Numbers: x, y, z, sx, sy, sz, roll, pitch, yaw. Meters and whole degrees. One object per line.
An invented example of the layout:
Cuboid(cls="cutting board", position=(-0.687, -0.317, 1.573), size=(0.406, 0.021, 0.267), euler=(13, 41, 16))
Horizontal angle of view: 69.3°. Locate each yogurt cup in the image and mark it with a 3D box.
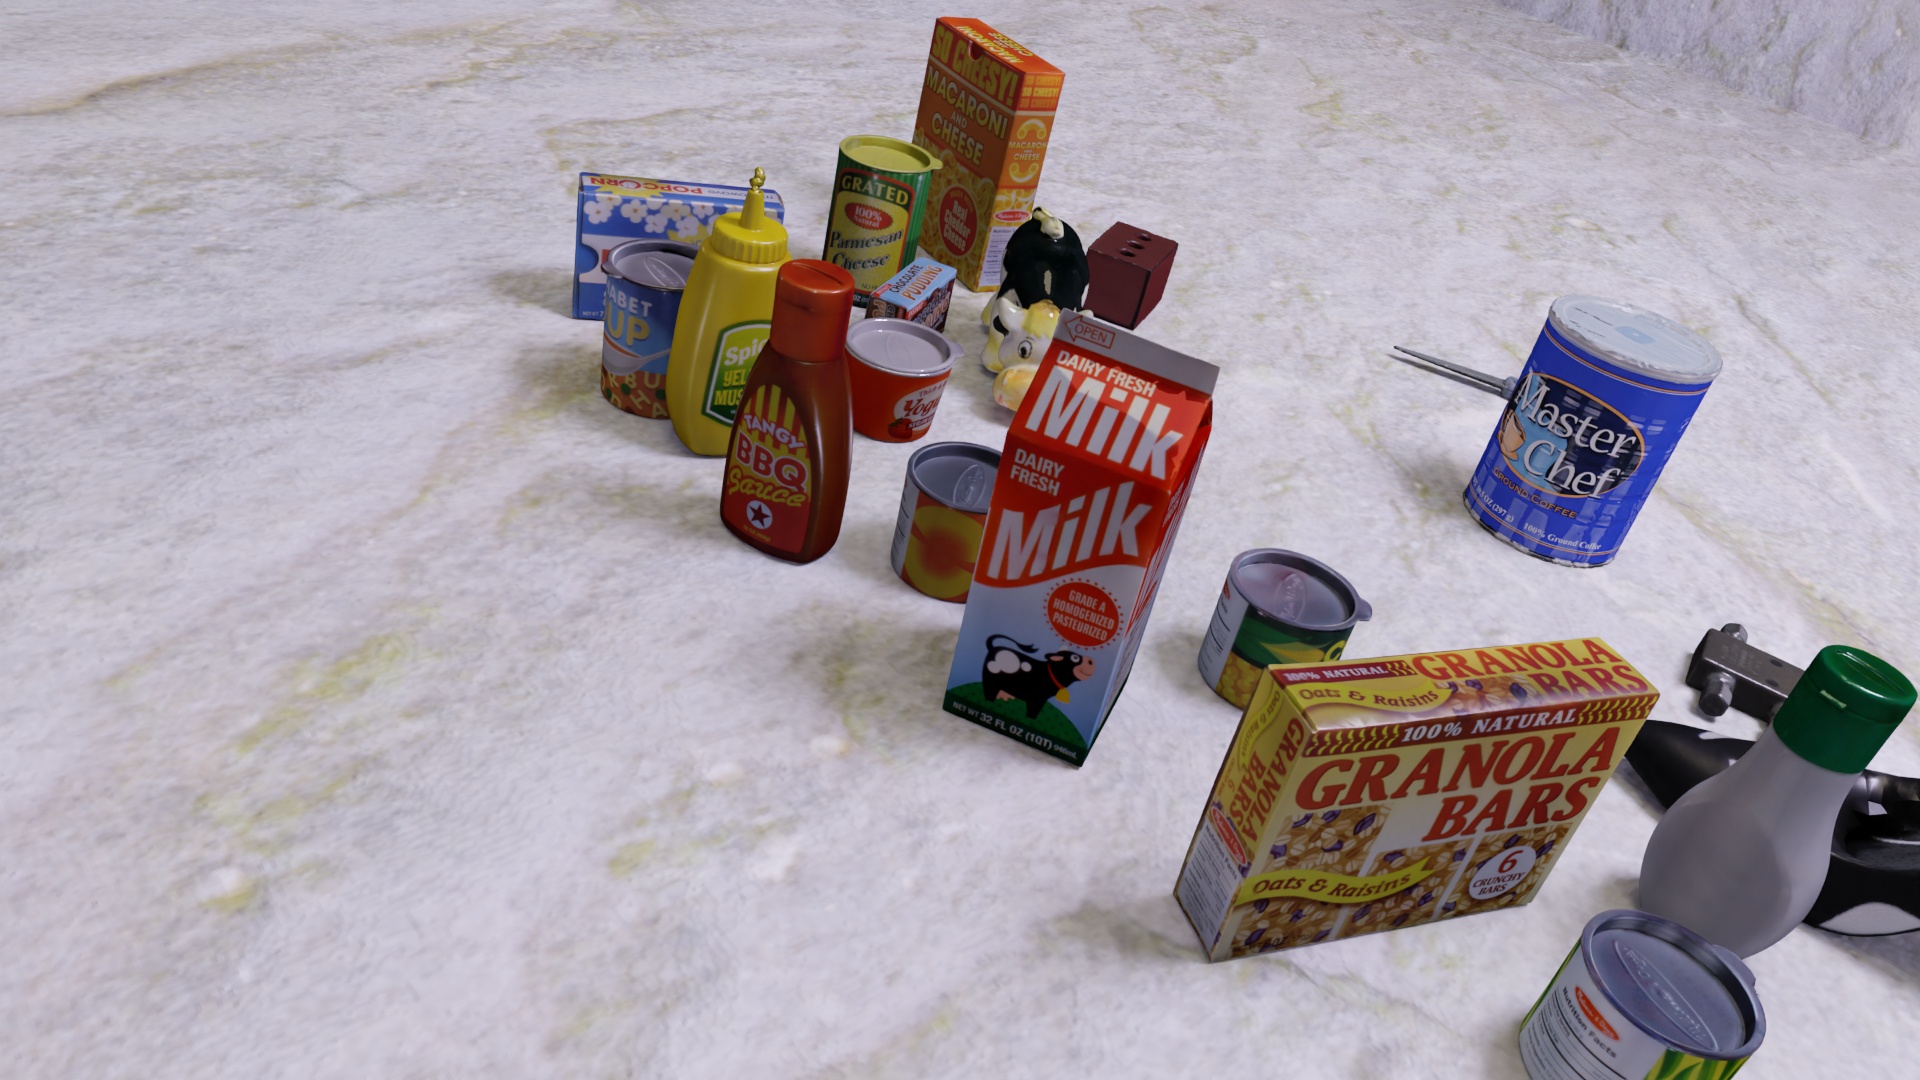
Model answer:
Cuboid(cls="yogurt cup", position=(-0.040, -0.095, 0.831), size=(0.072, 0.053, 0.073), euler=(10, 33, -6))

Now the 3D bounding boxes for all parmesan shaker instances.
Cuboid(cls="parmesan shaker", position=(-0.057, -0.221, 0.968), size=(0.071, 0.102, 0.072), euler=(10, 33, -6))

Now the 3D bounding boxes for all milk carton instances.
Cuboid(cls="milk carton", position=(0.053, -0.004, 0.604), size=(0.072, 0.189, 0.074), euler=(22, 34, 13))

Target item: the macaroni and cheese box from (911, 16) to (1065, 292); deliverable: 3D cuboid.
Cuboid(cls="macaroni and cheese box", position=(0.010, -0.287, 1.034), size=(0.040, 0.165, 0.124), euler=(-10, 40, -32))

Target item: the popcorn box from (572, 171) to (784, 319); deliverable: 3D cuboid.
Cuboid(cls="popcorn box", position=(-0.180, -0.183, 0.883), size=(0.127, 0.084, 0.038), euler=(1, 35, -19))

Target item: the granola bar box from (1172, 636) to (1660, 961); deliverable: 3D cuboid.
Cuboid(cls="granola bar box", position=(0.178, 0.101, 0.553), size=(0.166, 0.123, 0.039), euler=(-2, 36, -23))

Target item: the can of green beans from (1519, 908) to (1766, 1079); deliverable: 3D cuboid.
Cuboid(cls="can of green beans", position=(0.253, 0.183, 0.519), size=(0.071, 0.057, 0.071), euler=(10, 33, -6))

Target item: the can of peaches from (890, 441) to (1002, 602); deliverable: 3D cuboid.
Cuboid(cls="can of peaches", position=(0.003, -0.009, 0.714), size=(0.071, 0.057, 0.071), euler=(10, 33, -6))

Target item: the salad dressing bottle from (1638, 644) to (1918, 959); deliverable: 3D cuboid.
Cuboid(cls="salad dressing bottle", position=(0.337, 0.111, 0.575), size=(0.044, 0.146, 0.064), euler=(-9, 39, -31))

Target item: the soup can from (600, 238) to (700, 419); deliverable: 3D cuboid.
Cuboid(cls="soup can", position=(-0.173, -0.121, 0.794), size=(0.071, 0.083, 0.072), euler=(10, 33, -6))

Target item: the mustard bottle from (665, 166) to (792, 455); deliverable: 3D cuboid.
Cuboid(cls="mustard bottle", position=(-0.120, -0.122, 0.746), size=(0.065, 0.159, 0.049), euler=(-10, 40, -32))

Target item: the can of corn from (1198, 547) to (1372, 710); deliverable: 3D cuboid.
Cuboid(cls="can of corn", position=(0.159, 0.047, 0.688), size=(0.071, 0.058, 0.071), euler=(10, 33, -6))

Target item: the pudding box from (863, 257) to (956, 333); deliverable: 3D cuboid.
Cuboid(cls="pudding box", position=(-0.035, -0.151, 0.921), size=(0.030, 0.049, 0.084), euler=(22, 34, 12))

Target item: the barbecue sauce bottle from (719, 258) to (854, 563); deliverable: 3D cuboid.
Cuboid(cls="barbecue sauce bottle", position=(-0.081, -0.064, 0.683), size=(0.065, 0.147, 0.044), euler=(26, 35, 19))
